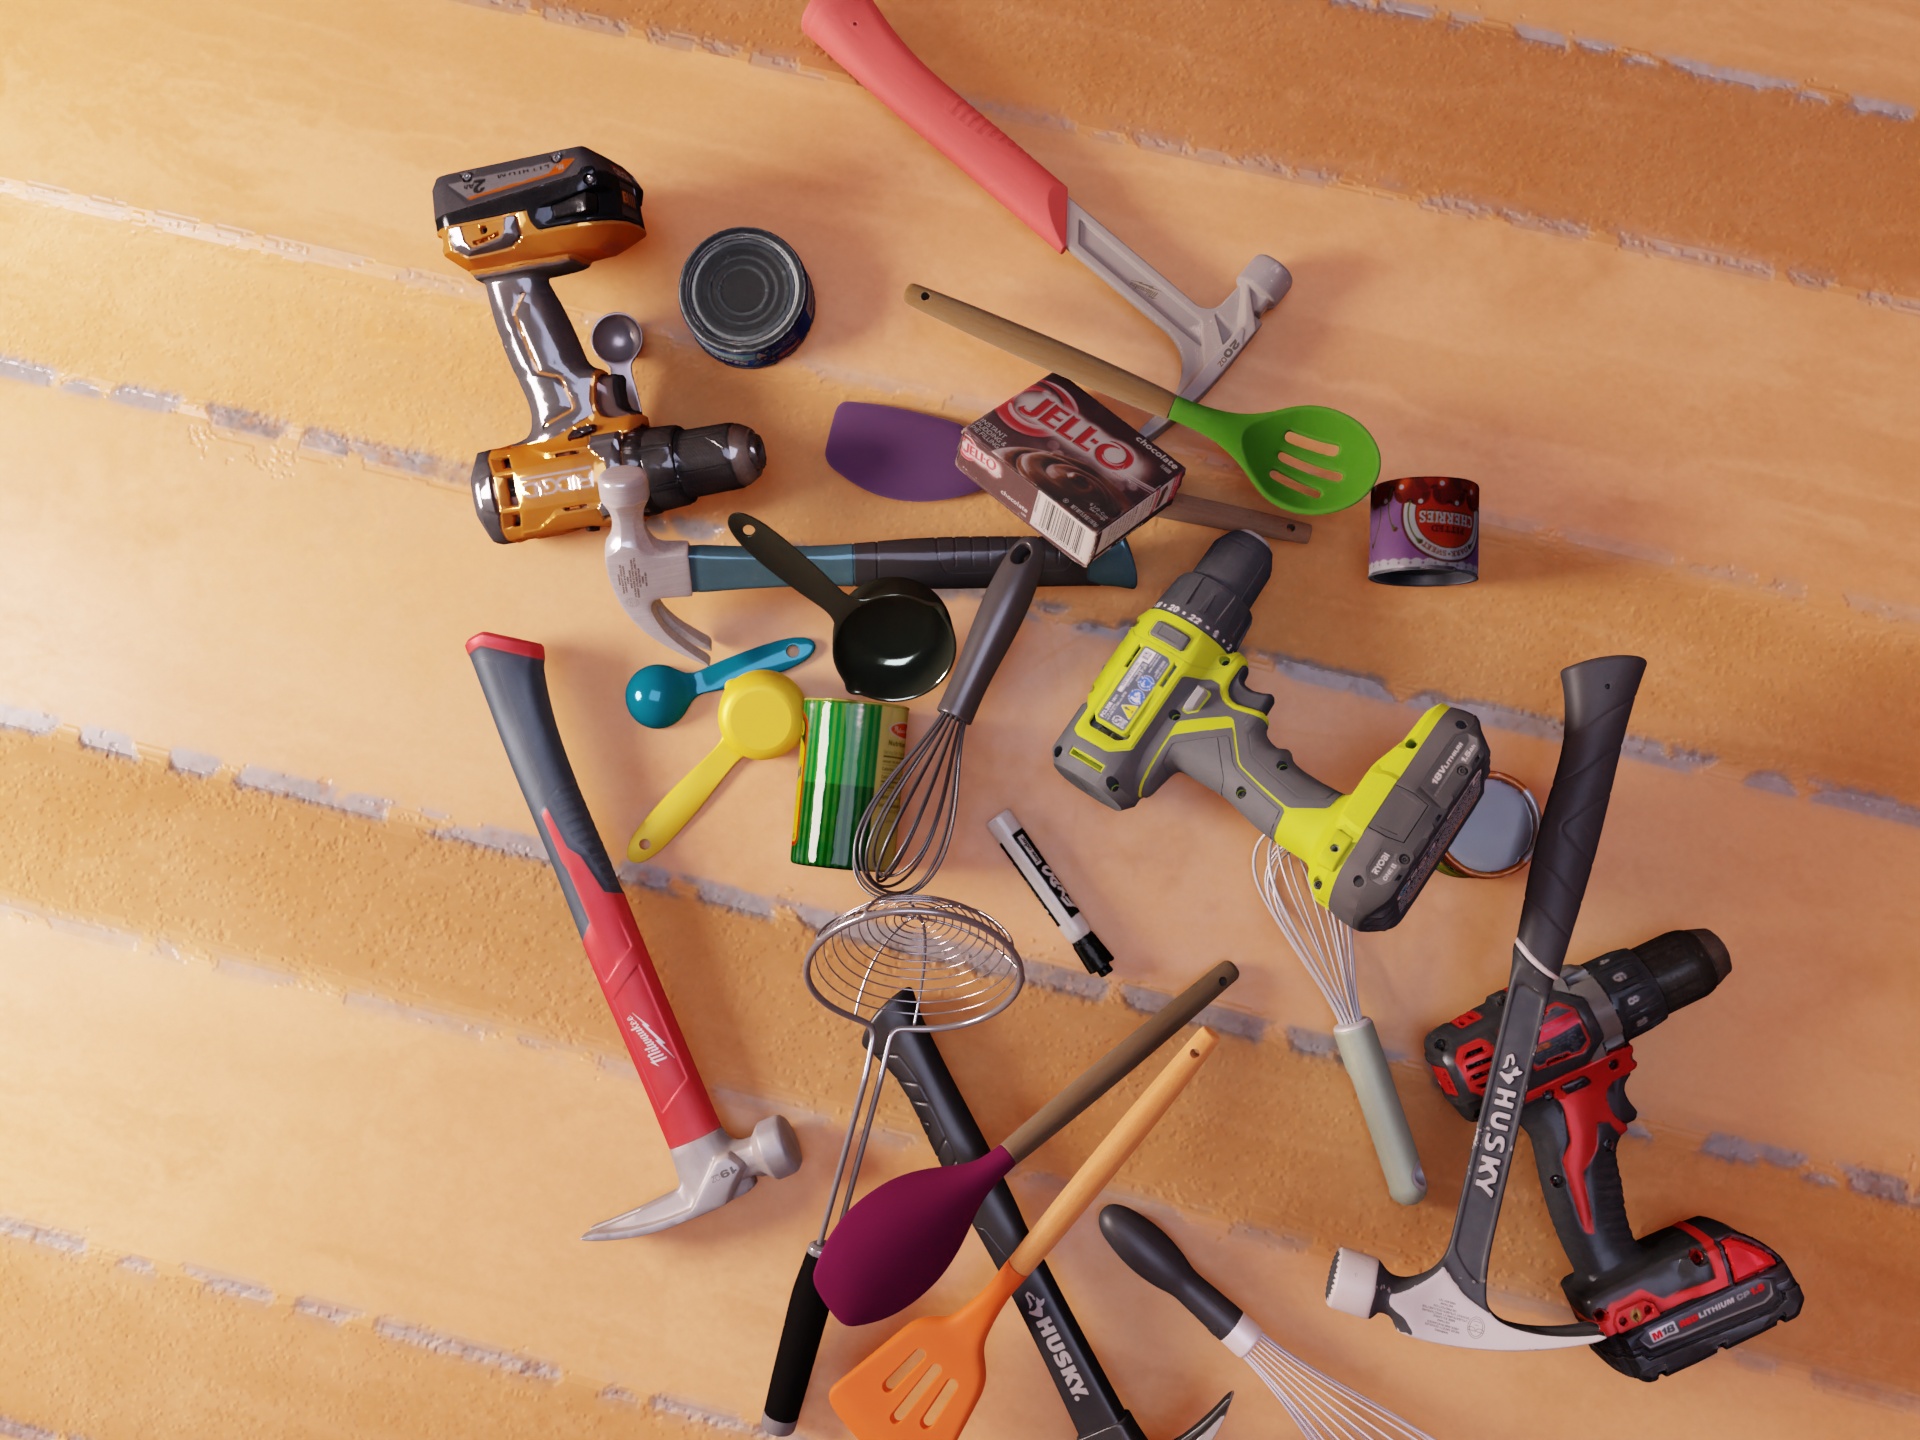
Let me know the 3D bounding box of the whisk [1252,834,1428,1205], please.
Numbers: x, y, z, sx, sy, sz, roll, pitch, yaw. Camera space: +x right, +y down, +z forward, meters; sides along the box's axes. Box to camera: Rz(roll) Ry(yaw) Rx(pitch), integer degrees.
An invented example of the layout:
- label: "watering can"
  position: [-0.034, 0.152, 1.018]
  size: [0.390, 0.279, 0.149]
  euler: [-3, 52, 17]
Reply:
- label: "whisk"
  position: [0.238, 0.180, 0.979]
  size: [0.059, 0.058, 0.246]
  euler: [-20, 88, 36]

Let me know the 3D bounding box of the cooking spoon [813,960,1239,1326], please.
- label: "cooking spoon"
  position: [0.048, 0.242, 0.946]
  size: [0.319, 0.017, 0.068]
  euler: [-36, 98, -19]

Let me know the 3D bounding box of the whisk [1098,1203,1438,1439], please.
- label: "whisk"
  position: [0.195, 0.392, 0.957]
  size: [0.285, 0.070, 0.070]
  euler: [40, 89, 10]

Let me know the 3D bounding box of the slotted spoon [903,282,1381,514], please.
- label: "slotted spoon"
  position: [0.109, -0.206, 0.985]
  size: [0.314, 0.031, 0.070]
  euler: [24, 84, 5]

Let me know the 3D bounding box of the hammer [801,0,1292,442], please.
- label: "hammer"
  position: [0.033, -0.339, 1.027]
  size: [0.359, 0.036, 0.149]
  euler: [41, 89, 4]

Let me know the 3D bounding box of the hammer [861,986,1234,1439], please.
- label: "hammer"
  position: [0.035, 0.318, 0.970]
  size: [0.146, 0.035, 0.335]
  euler: [-30, 82, 16]

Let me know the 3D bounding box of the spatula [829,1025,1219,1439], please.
- label: "spatula"
  position: [0.046, 0.304, 0.927]
  size: [0.081, 0.041, 0.322]
  euler: [39, 102, 15]

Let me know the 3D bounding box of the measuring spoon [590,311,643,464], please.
- label: "measuring spoon"
  position: [-0.217, -0.204, 1.043]
  size: [0.034, 0.018, 0.124]
  euler: [-8, 92, 3]

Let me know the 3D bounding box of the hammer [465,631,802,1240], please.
- label: "hammer"
  position: [-0.239, 0.129, 0.999]
  size: [0.143, 0.038, 0.386]
  euler: [-23, 87, 3]

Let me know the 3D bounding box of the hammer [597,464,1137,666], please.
- label: "hammer"
  position: [-0.053, -0.098, 0.993]
  size: [0.331, 0.033, 0.128]
  euler: [-2, 124, -4]

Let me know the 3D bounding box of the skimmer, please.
- label: "skimmer"
  position: [-0.061, 0.269, 0.934]
  size: [0.127, 0.090, 0.363]
  euler: [14, 97, -14]

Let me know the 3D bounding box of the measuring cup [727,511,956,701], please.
- label: "measuring cup"
  position: [-0.074, -0.078, 0.963]
  size: [0.167, 0.038, 0.083]
  euler: [38, 112, -23]

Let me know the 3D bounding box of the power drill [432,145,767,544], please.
- label: "power drill"
  position: [-0.225, -0.232, 0.993]
  size: [0.185, 0.084, 0.226]
  euler: [-7, 96, 11]

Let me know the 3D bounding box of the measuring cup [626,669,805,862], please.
- label: "measuring cup"
  position: [-0.159, 0.034, 1.009]
  size: [0.062, 0.029, 0.156]
  euler: [42, 92, -9]

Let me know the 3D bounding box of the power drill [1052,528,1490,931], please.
- label: "power drill"
  position: [0.193, 0.002, 0.950]
  size: [0.229, 0.080, 0.190]
  euler: [32, 82, 26]

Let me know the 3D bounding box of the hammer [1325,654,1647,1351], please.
- label: "hammer"
  position: [0.331, 0.158, 0.913]
  size: [0.149, 0.036, 0.409]
  euler: [14, 87, 13]

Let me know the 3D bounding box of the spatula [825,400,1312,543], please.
- label: "spatula"
  position: [0.068, -0.150, 1.021]
  size: [0.316, 0.018, 0.060]
  euler: [12, 85, 5]

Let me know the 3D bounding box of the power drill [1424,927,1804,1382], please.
- label: "power drill"
  position: [0.407, 0.249, 0.949]
  size: [0.188, 0.080, 0.227]
  euler: [-25, 82, 1]

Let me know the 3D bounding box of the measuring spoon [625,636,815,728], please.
- label: "measuring spoon"
  position: [-0.155, -0.030, 1.021]
  size: [0.128, 0.021, 0.042]
  euler: [-18, 85, 1]

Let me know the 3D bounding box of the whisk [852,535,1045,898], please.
- label: "whisk"
  position: [-0.001, -0.003, 0.953]
  size: [0.055, 0.055, 0.239]
  euler: [23, 83, 4]
